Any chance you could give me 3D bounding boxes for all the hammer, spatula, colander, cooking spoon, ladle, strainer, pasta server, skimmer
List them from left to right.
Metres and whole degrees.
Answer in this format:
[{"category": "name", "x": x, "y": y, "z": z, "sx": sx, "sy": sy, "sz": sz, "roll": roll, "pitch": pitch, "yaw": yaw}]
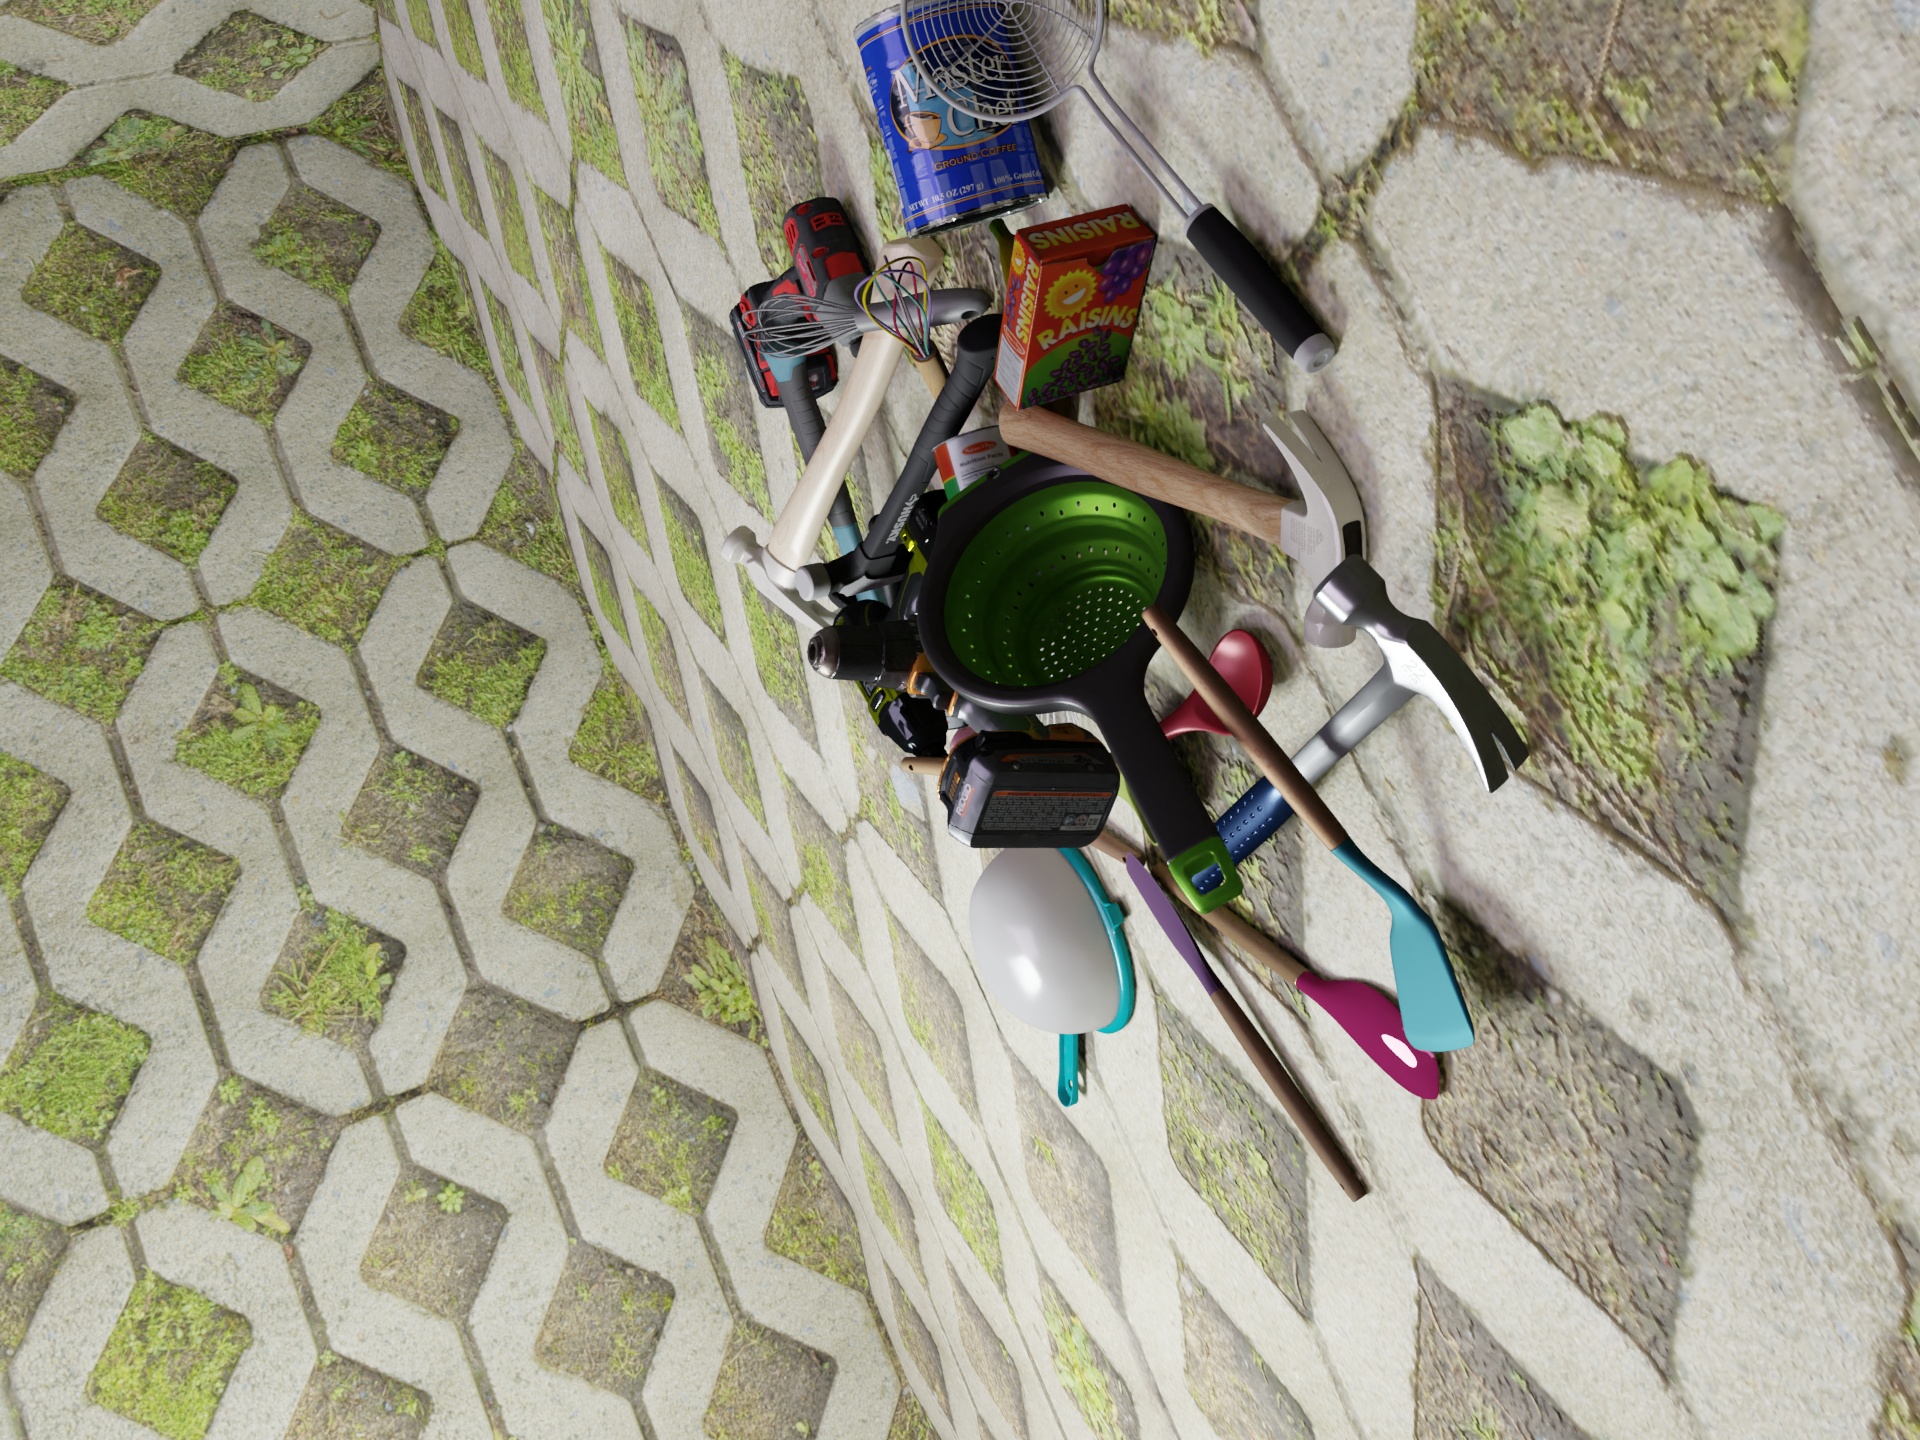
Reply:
[{"category": "hammer", "x": -0.114, "y": -0.200, "z": 1.509, "sx": 0.128, "sy": 0.033, "sz": 0.330, "roll": -1, "pitch": 118, "yaw": 39}, {"category": "hammer", "x": -0.097, "y": -0.247, "z": 1.415, "sx": 0.146, "sy": 0.038, "sz": 0.410, "roll": 39, "pitch": 134, "yaw": 7}, {"category": "hammer", "x": -0.028, "y": -0.215, "z": 1.336, "sx": 0.035, "sy": 0.146, "sz": 0.334, "roll": 61, "pitch": 146, "yaw": 20}, {"category": "ladle", "x": 0.056, "y": 0.049, "z": 1.287, "sx": 0.320, "sy": 0.062, "sz": 0.078, "roll": 3, "pitch": 113, "yaw": 45}, {"category": "strainer", "x": 0.070, "y": 0.261, "z": 1.520, "sx": 0.211, "sy": 0.095, "sz": 0.340, "roll": 45, "pitch": 147, "yaw": 47}, {"category": "pasta server", "x": 0.073, "y": 0.070, "z": 1.443, "sx": 0.316, "sy": 0.040, "sz": 0.060, "roll": 29, "pitch": 135, "yaw": 54}, {"category": "colander", "x": 0.105, "y": -0.021, "z": 1.083, "sx": 0.094, "sy": 0.204, "sz": 0.398, "roll": 47, "pitch": -165, "yaw": -51}, {"category": "skimmer", "x": 0.091, "y": -0.339, "z": 0.937, "sx": 0.127, "sy": 0.090, "sz": 0.364, "roll": -48, "pitch": 62, "yaw": 31}, {"category": "ladle", "x": 0.125, "y": 0.023, "z": 1.150, "sx": 0.315, "sy": 0.031, "sz": 0.069, "roll": -38, "pitch": 51, "yaw": 49}, {"category": "hammer", "x": 0.132, "y": -0.160, "z": 1.033, "sx": 0.332, "sy": 0.031, "sz": 0.130, "roll": 33, "pitch": 136, "yaw": 47}, {"category": "spatula", "x": 0.214, "y": 0.231, "z": 1.233, "sx": 0.316, "sy": 0.018, "sz": 0.059, "roll": 57, "pitch": 167, "yaw": 25}, {"category": "cooking spoon", "x": 0.232, "y": 0.176, "z": 1.153, "sx": 0.319, "sy": 0.017, "sz": 0.068, "roll": 37, "pitch": 145, "yaw": 54}, {"category": "hammer", "x": 0.217, "y": 0.042, "z": 1.018, "sx": 0.144, "sy": 0.035, "sz": 0.405, "roll": 48, "pitch": 158, "yaw": 10}, {"category": "spatula", "x": 0.206, "y": 0.060, "z": 0.962, "sx": 0.317, "sy": 0.044, "sz": 0.082, "roll": 52, "pitch": 164, "yaw": 4}]

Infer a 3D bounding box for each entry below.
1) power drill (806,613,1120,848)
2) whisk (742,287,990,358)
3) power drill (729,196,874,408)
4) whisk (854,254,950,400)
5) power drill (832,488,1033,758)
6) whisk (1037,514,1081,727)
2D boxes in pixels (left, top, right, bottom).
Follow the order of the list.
[{"category": "power drill", "x": -0.002, "y": -0.004, "z": 1.178, "sx": 0.226, "sy": 0.185, "sz": 0.084, "roll": 60, "pitch": 140, "yaw": 47}, {"category": "whisk", "x": -0.080, "y": -0.329, "z": 1.292, "sx": 0.239, "sy": 0.055, "sz": 0.055, "roll": 2, "pitch": 115, "yaw": 32}, {"category": "power drill", "x": -0.140, "y": -0.380, "z": 1.495, "sx": 0.219, "sy": 0.078, "sz": 0.143, "roll": -25, "pitch": 86, "yaw": 66}, {"category": "whisk", "x": -0.029, "y": -0.296, "z": 1.230, "sx": 0.051, "sy": 0.047, "sz": 0.245, "roll": 25, "pitch": 176, "yaw": 13}, {"category": "power drill", "x": -0.023, "y": -0.078, "z": 1.382, "sx": 0.171, "sy": 0.080, "sz": 0.223, "roll": 60, "pitch": 140, "yaw": 23}, {"category": "whisk", "x": 0.073, "y": -0.035, "z": 1.309, "sx": 0.070, "sy": 0.070, "sz": 0.284, "roll": 40, "pitch": 140, "yaw": 52}]
